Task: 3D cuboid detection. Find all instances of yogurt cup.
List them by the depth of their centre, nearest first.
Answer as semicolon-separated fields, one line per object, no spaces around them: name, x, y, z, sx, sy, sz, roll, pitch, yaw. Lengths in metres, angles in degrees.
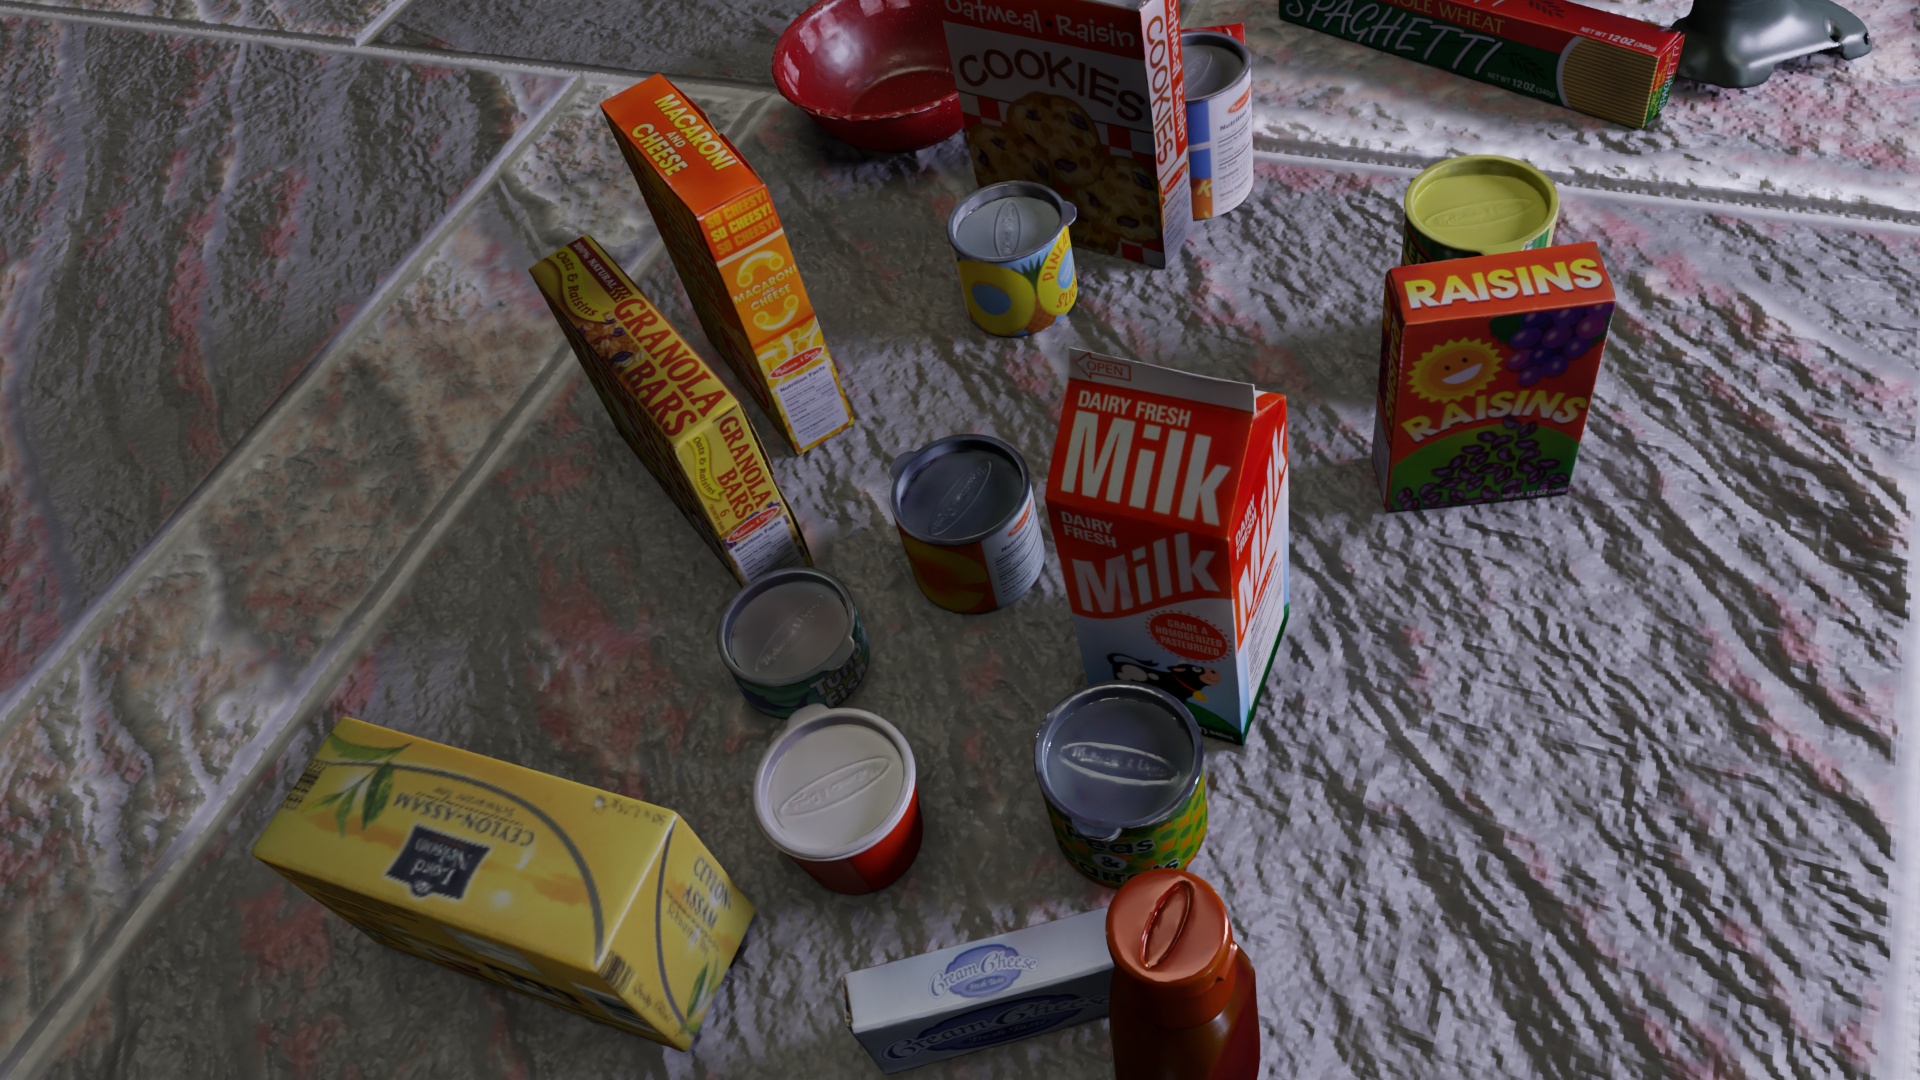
yogurt cup;-0.047;0.112;0.580;0.072;0.053;0.073;-6;52;8

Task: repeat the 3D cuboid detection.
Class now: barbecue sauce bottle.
barbecue sauce bottle;0.074;0.155;0.458;0.044;0.147;0.065;18;59;25

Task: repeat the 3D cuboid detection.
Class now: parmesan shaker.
parmesan shaker;0.244;-0.121;0.664;0.071;0.102;0.072;-6;52;8

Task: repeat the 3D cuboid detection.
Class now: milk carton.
milk carton;0.086;-0.003;0.552;0.072;0.189;0.074;14;57;22

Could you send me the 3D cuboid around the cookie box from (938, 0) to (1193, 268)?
cookie box;0.060;-0.236;0.755;0.123;0.166;0.040;21;60;27

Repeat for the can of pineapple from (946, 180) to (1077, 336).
can of pineapple;0.031;-0.155;0.769;0.071;0.057;0.071;-6;52;8

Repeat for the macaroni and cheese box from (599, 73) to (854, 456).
macaroni and cheese box;-0.118;-0.141;0.722;0.040;0.165;0.124;-31;52;-12

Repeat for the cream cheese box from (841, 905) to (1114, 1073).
cream cheese box;0.012;0.170;0.521;0.104;0.053;0.024;-15;51;1

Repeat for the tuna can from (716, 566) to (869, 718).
tuna can;-0.075;0.049;0.649;0.071;0.032;0.071;-6;52;8

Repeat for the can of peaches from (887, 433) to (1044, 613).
can of peaches;0.002;-0.008;0.660;0.071;0.057;0.071;-6;52;8

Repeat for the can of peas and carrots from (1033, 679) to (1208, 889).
can of peas and carrots;0.066;0.101;0.560;0.071;0.058;0.071;-6;52;8

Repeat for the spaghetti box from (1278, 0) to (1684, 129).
spaghetti box;0.300;-0.310;0.834;0.250;0.050;0.029;33;66;32

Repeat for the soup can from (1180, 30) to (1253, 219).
soup can;0.131;-0.237;0.793;0.071;0.083;0.072;-6;52;8

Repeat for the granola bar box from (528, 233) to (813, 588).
granola bar box;-0.144;-0.062;0.693;0.039;0.123;0.166;-34;53;-14

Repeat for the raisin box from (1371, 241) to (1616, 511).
raisin box;0.231;-0.069;0.614;0.086;0.122;0.040;-6;52;9
